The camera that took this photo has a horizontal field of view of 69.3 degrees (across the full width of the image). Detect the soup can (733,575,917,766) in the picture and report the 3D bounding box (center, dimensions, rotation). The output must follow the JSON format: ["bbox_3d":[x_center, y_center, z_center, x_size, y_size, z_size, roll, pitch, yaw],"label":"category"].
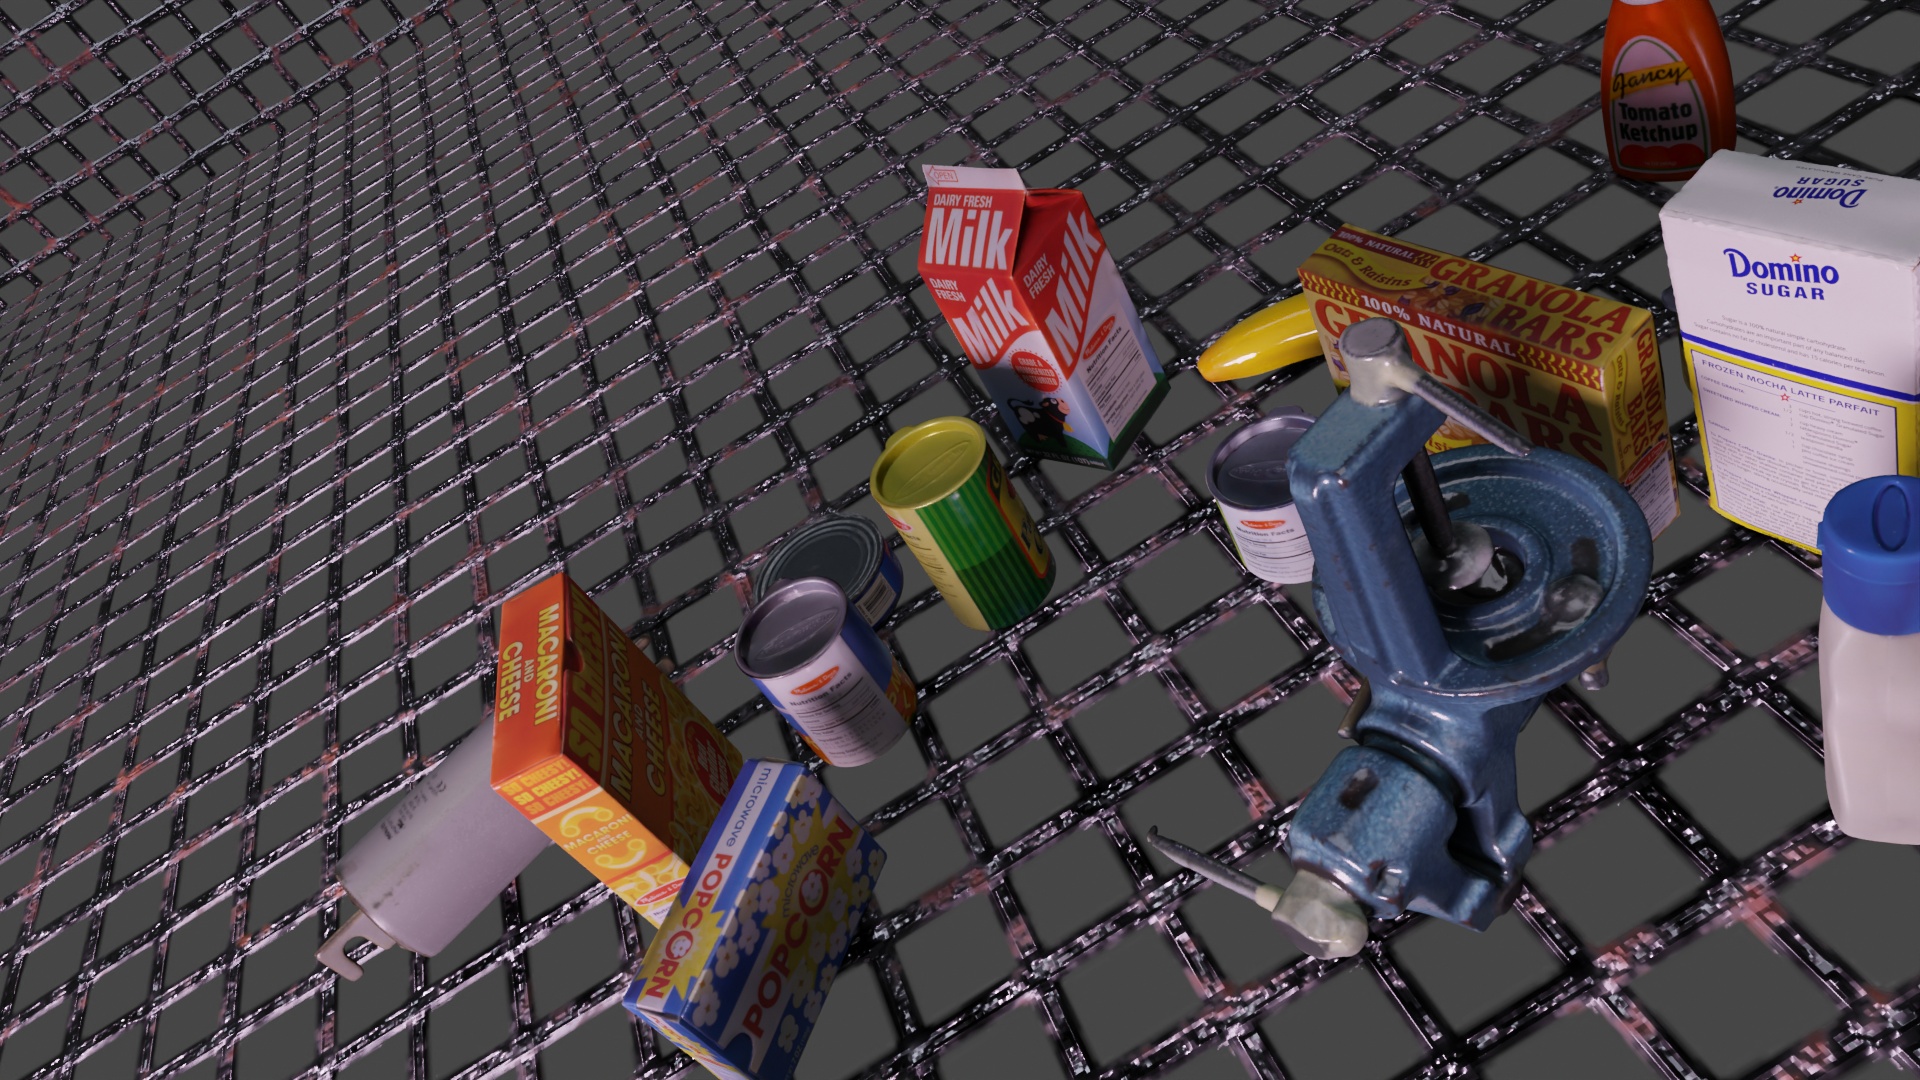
[{"bbox_3d":[-0.070,0.068,0.733,0.071,0.083,0.072,-18,42,17],"label":"soup can"}]

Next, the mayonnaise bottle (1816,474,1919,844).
[{"bbox_3d":[0.312,0.040,0.466,0.041,0.147,0.065,1,50,34],"label":"mayonnaise bottle"}]

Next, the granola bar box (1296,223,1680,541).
[{"bbox_3d":[0.243,-0.072,0.643,0.039,0.123,0.166,-42,41,-11],"label":"granola bar box"}]

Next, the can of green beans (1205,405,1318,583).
[{"bbox_3d":[0.163,-0.021,0.694,0.071,0.057,0.071,-18,42,17],"label":"can of green beans"}]

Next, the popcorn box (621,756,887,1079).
[{"bbox_3d":[-0.089,0.175,0.636,0.038,0.085,0.127,0,49,33],"label":"popcorn box"}]

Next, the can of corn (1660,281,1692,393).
[{"bbox_3d":[0.366,-0.100,0.644,0.071,0.058,0.071,-18,42,17],"label":"can of corn"}]

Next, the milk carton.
[{"bbox_3d":[0.043,-0.133,0.782,0.072,0.189,0.074,15,59,42],"label":"milk carton"}]

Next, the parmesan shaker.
[{"bbox_3d":[0.003,-0.009,0.751,0.071,0.102,0.072,-18,42,17],"label":"parmesan shaker"}]

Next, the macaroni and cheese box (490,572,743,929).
[{"bbox_3d":[-0.160,0.112,0.682,0.040,0.165,0.124,-27,40,7],"label":"macaroni and cheese box"}]

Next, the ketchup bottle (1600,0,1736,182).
[{"bbox_3d":[0.371,-0.262,0.735,0.065,0.148,0.044,13,58,41],"label":"ketchup bottle"}]
